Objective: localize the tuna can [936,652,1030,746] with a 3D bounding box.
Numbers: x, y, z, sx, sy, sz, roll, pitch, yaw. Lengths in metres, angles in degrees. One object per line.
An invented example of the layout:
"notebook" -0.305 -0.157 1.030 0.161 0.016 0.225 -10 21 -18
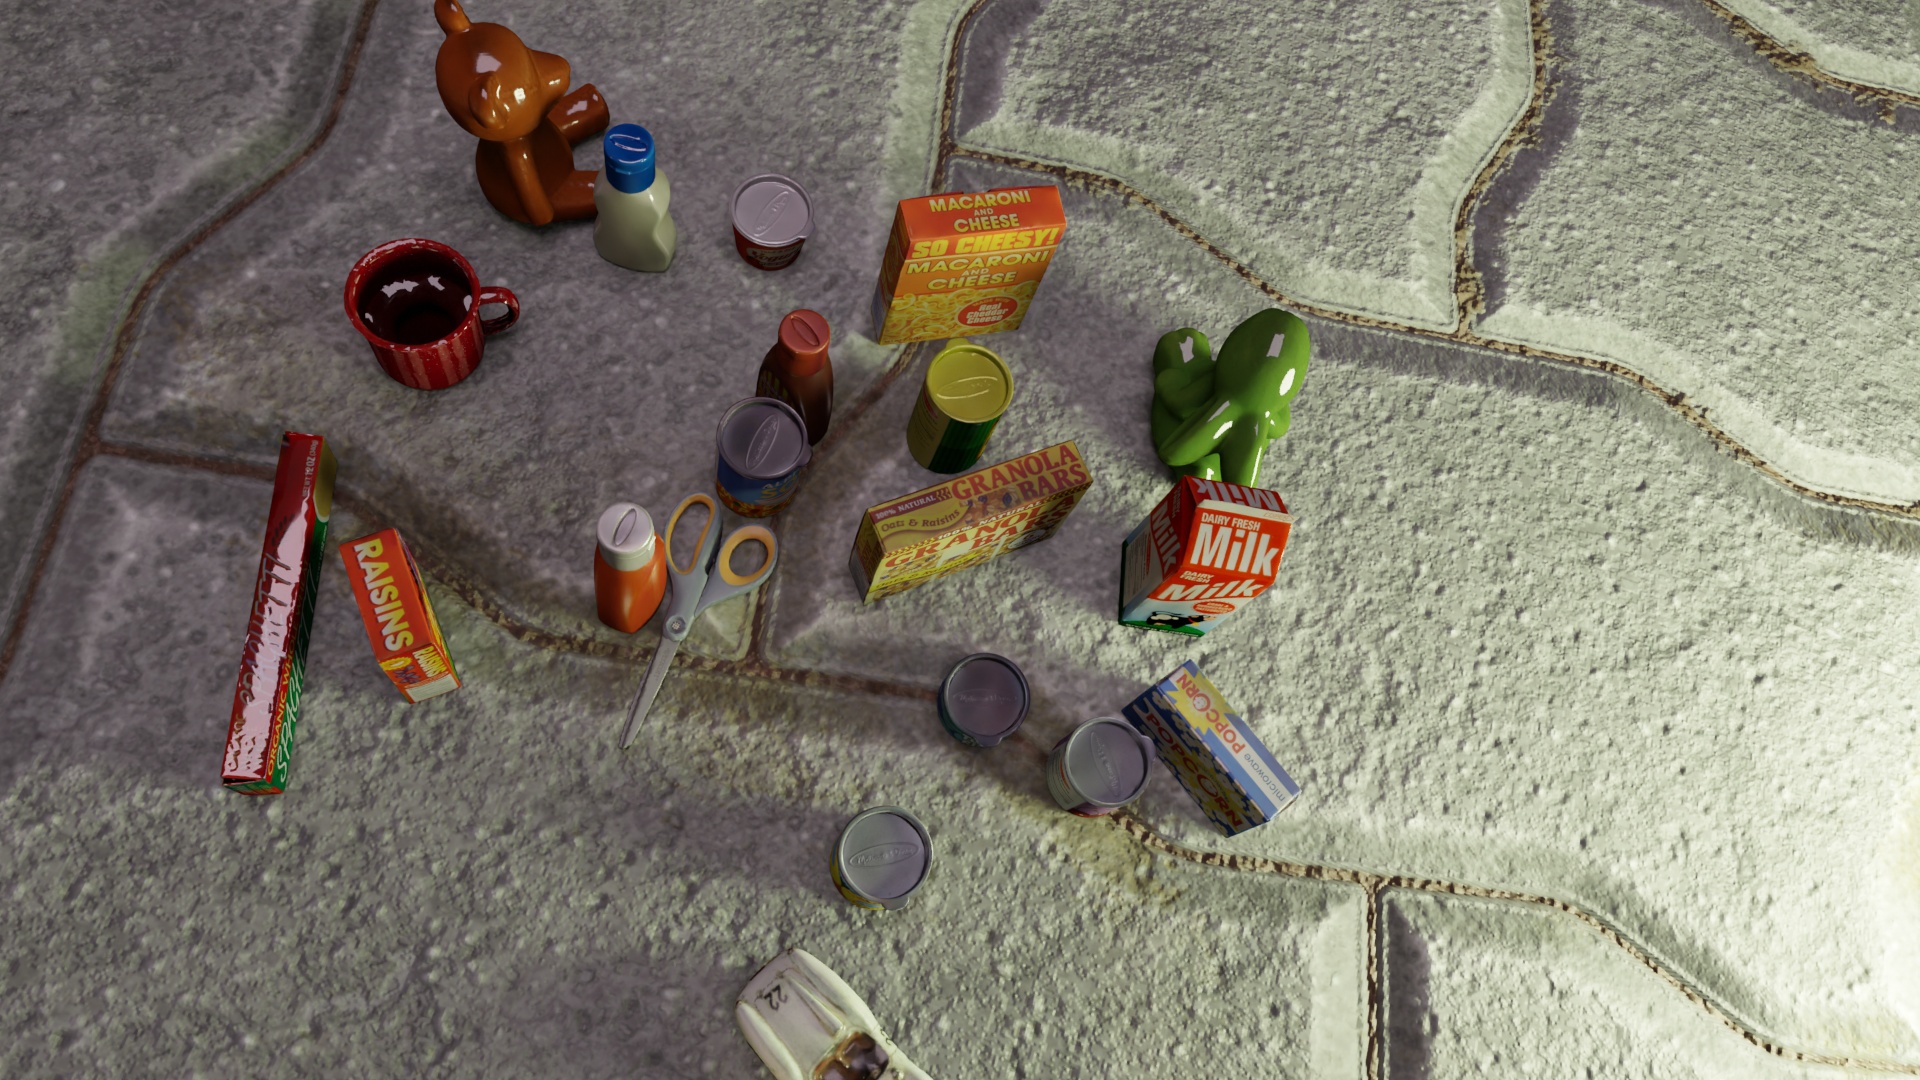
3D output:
"tuna can" 0.017 0.122 1.038 0.071 0.032 0.071 4 69 -10

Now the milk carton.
"milk carton" 0.179 0.009 1.028 0.072 0.189 0.073 9 69 -8

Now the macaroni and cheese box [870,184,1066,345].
"macaroni and cheese box" 0.002 -0.213 1.087 0.124 0.165 0.040 -9 73 -14

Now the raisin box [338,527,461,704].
"raisin box" -0.375 0.053 0.935 0.040 0.123 0.086 -19 75 -17

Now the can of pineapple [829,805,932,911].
"can of pineapple" -0.057 0.225 0.972 0.071 0.057 0.071 4 70 -10

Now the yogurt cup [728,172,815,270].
"yogurt cup" -0.155 -0.257 1.133 0.072 0.053 0.072 4 69 -10

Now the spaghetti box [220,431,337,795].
"spaghetti box" -0.467 0.049 0.958 0.029 0.050 0.251 3 69 -10

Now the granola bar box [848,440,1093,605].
"granola bar box" 0.004 -0.013 1.036 0.166 0.123 0.039 -19 75 -17

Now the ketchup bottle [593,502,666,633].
"ketchup bottle" -0.230 0.016 0.965 0.043 0.148 0.065 23 68 -3

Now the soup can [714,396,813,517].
"soup can" -0.149 -0.060 1.044 0.071 0.083 0.071 4 70 -10

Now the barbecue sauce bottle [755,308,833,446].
"barbecue sauce bottle" -0.122 -0.122 1.038 0.044 0.148 0.065 -38 82 -21

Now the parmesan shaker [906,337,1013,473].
"parmesan shaker" -0.003 -0.103 1.080 0.071 0.102 0.071 4 70 -10

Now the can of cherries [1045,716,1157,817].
"can of cherries" 0.104 0.168 1.025 0.071 0.058 0.072 4 70 -10

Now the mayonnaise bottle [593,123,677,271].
"mayonnaise bottle" -0.251 -0.261 1.064 0.065 0.147 0.041 13 68 -6

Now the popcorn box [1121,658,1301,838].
"popcorn box" 0.184 0.156 1.031 0.038 0.085 0.127 -36 80 -21
